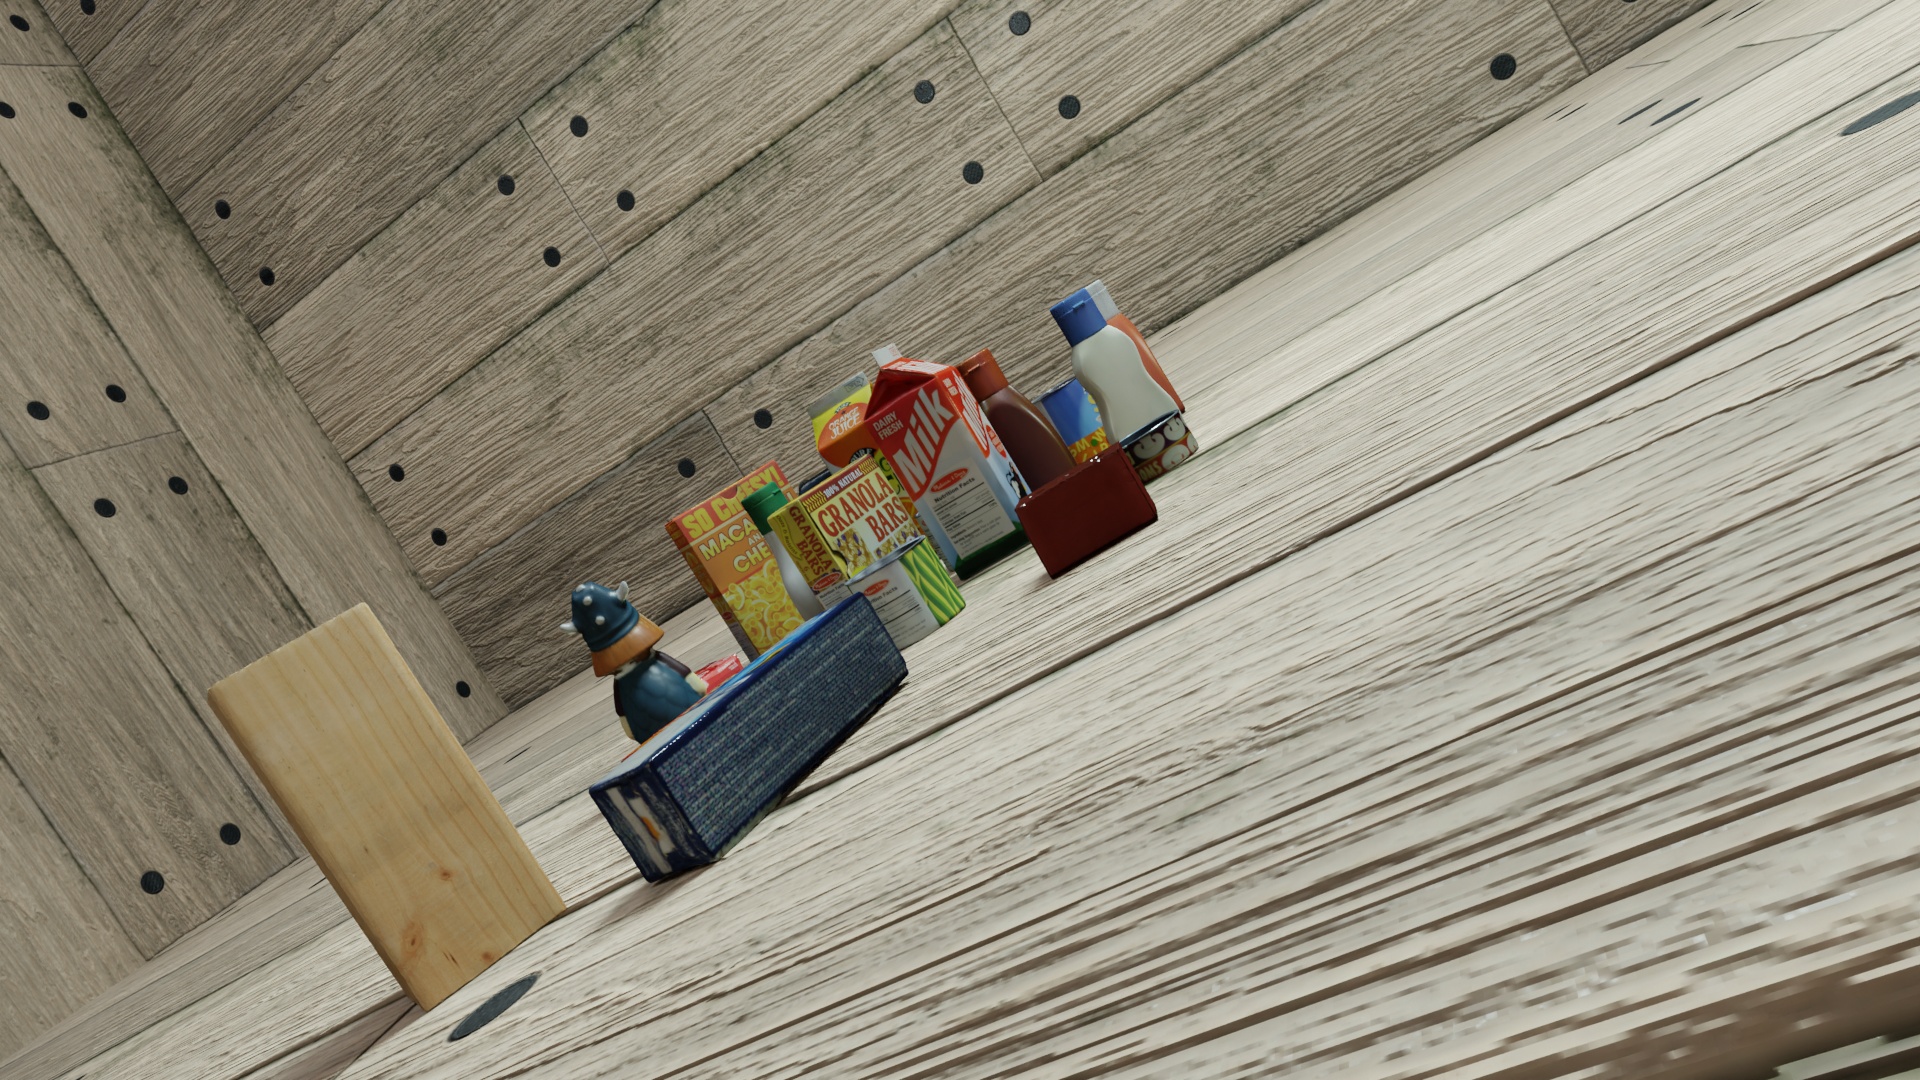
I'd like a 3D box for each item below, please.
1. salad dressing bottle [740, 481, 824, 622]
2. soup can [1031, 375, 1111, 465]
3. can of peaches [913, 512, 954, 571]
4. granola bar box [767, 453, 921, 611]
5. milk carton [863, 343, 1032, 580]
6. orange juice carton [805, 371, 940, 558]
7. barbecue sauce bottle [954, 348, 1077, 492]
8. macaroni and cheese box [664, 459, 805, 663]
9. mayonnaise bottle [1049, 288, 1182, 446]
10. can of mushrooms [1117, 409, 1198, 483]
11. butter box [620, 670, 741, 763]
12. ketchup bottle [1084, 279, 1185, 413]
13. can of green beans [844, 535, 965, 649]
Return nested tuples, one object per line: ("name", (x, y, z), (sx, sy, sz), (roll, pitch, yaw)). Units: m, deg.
("salad dressing bottle", (-0.144, 0.017, 1.255), (0.044, 0.147, 0.064), (-29, 6, 31))
("soup can", (0.113, -0.110, 1.315), (0.071, 0.083, 0.071), (-31, 5, 3))
("can of peaches", (0.004, -0.015, 1.201), (0.071, 0.058, 0.071), (-31, 6, 3))
("granola bar box", (-0.089, 0.002, 1.215), (0.039, 0.124, 0.166), (-30, 6, 23))
("milk carton", (-0.013, -0.072, 1.110), (0.073, 0.190, 0.072), (-30, 6, 16))
("orange juice carton", (-0.073, -0.065, 1.354), (0.071, 0.192, 0.073), (-30, 6, 17))
("barbecue sauce bottle", (0.046, -0.095, 1.205), (0.065, 0.148, 0.044), (-31, 5, 9))
("macaroni and cheese box", (-0.190, 0.023, 1.356), (0.124, 0.166, 0.040), (-35, 6, -29))
("mayonnaise bottle", (0.129, -0.142, 1.179), (0.065, 0.148, 0.041), (-33, 5, -9))
("can of mushrooms", (0.142, -0.067, 1.046), (0.071, 0.033, 0.071), (-31, 6, 3))
("butter box", (-0.153, 0.126, 0.852), (0.024, 0.053, 0.104), (-27, 7, 42))
("ketchup bottle", (0.155, -0.175, 1.320), (0.044, 0.148, 0.064), (-33, 6, -15))
("can of green beans", (-0.038, 0.038, 0.976), (0.071, 0.058, 0.071), (-31, 6, 3))
